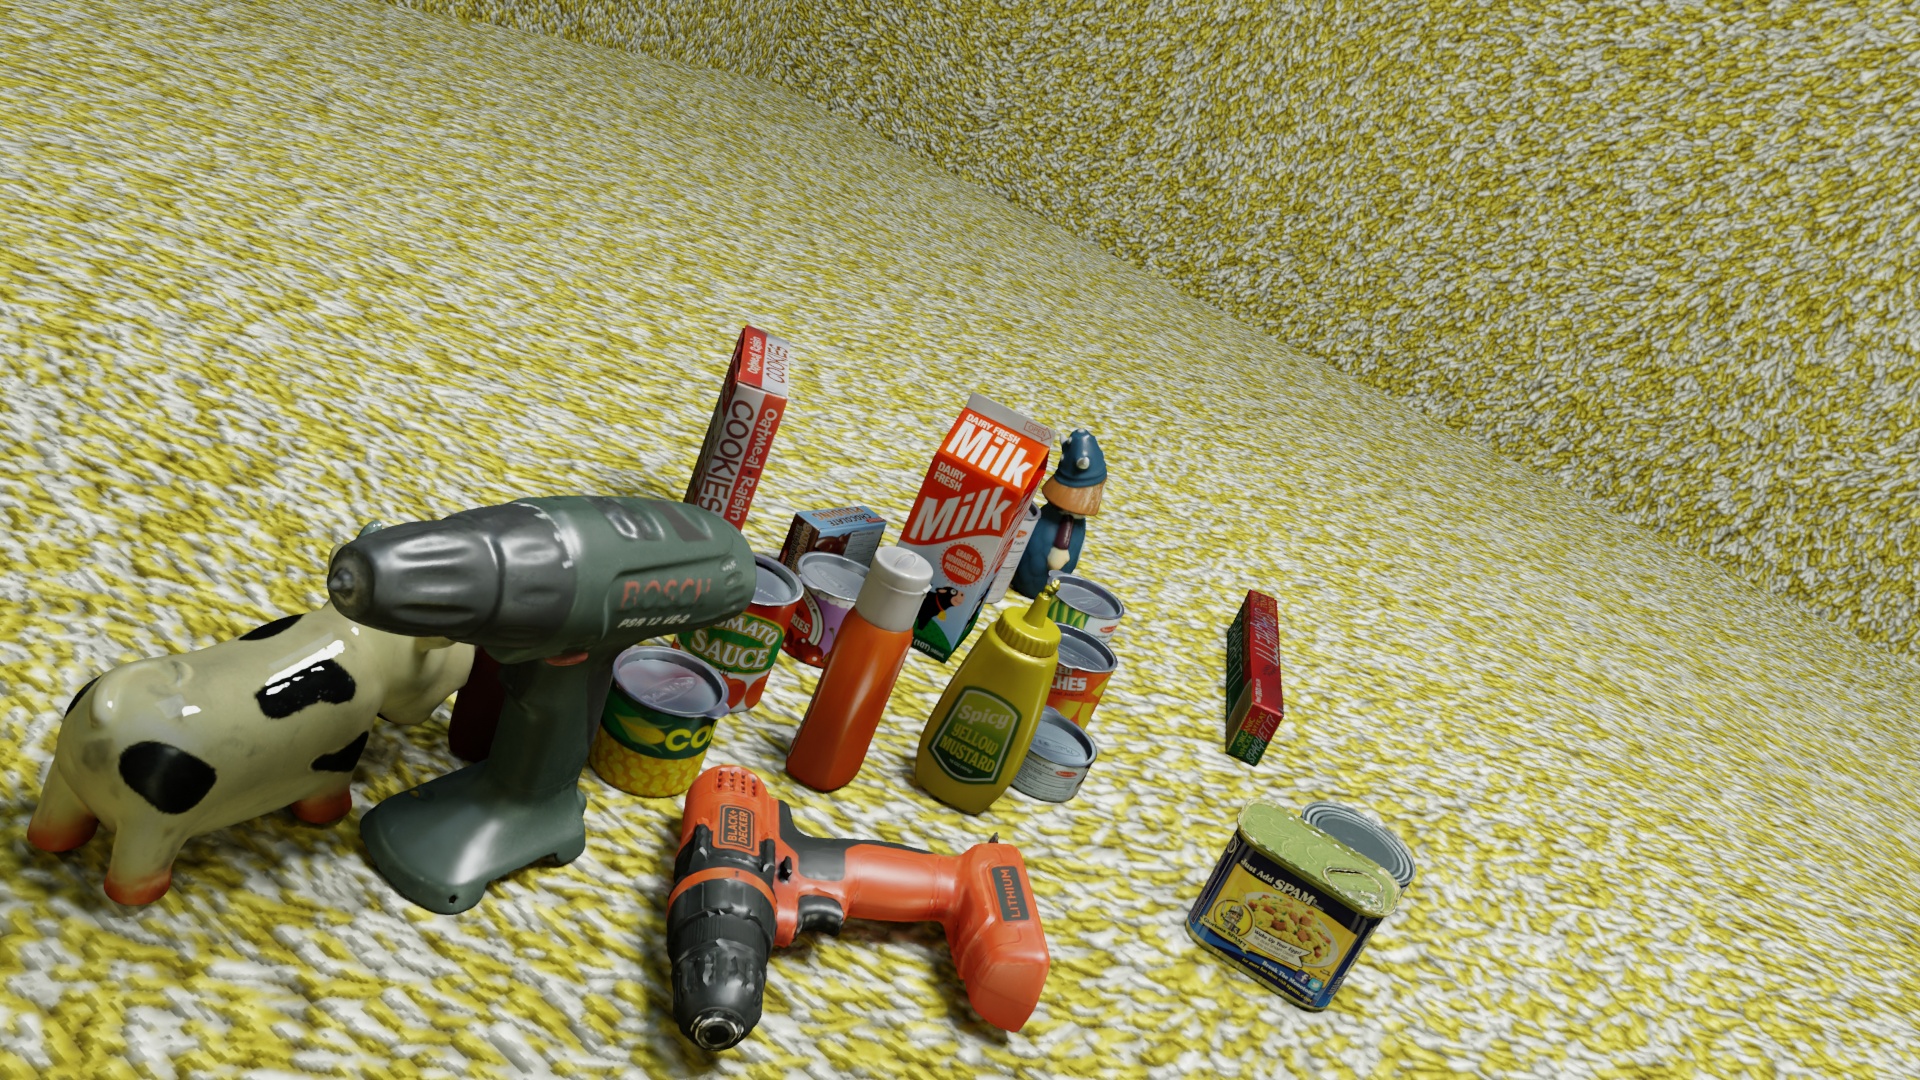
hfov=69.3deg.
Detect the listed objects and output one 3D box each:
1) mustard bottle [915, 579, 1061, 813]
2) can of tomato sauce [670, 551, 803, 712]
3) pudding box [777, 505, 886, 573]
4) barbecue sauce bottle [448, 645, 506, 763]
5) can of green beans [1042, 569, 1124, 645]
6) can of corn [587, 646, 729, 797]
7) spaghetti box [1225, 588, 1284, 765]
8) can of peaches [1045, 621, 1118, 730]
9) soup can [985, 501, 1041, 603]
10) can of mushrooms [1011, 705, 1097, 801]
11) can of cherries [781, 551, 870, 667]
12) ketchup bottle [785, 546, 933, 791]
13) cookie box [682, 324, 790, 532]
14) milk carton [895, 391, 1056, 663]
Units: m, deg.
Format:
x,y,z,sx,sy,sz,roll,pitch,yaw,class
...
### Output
x,y,z,sx,sy,sz,roll,pitch,yaw,class
0.024,0.091,0.857,0.065,0.159,0.049,25,22,6,mustard bottle
-0.144,0.057,0.874,0.071,0.082,0.071,20,22,-8,can of tomato sauce
-0.100,0.002,1.088,0.030,0.049,0.084,36,25,29,pudding box
-0.220,0.051,0.727,0.065,0.148,0.044,16,23,-17,barbecue sauce bottle
0.090,0.068,1.110,0.071,0.057,0.071,20,22,-8,can of green beans
-0.169,0.103,0.780,0.071,0.058,0.071,20,22,-8,can of corn
0.249,0.109,1.180,0.029,0.050,0.251,24,22,2,spaghetti box
0.073,0.101,1.017,0.071,0.057,0.071,20,22,-8,can of peaches
0.021,-0.001,1.165,0.071,0.083,0.071,20,22,-8,soup can
0.056,0.143,0.939,0.071,0.033,0.071,20,22,-8,can of mushrooms
-0.094,0.049,0.974,0.071,0.058,0.072,20,22,-8,can of cherries
-0.058,0.075,0.829,0.043,0.148,0.065,27,22,8,ketchup bottle
-0.167,-0.057,1.000,0.040,0.166,0.123,17,22,-15,cookie box
0.004,-0.013,1.035,0.072,0.189,0.074,26,22,8,milk carton
